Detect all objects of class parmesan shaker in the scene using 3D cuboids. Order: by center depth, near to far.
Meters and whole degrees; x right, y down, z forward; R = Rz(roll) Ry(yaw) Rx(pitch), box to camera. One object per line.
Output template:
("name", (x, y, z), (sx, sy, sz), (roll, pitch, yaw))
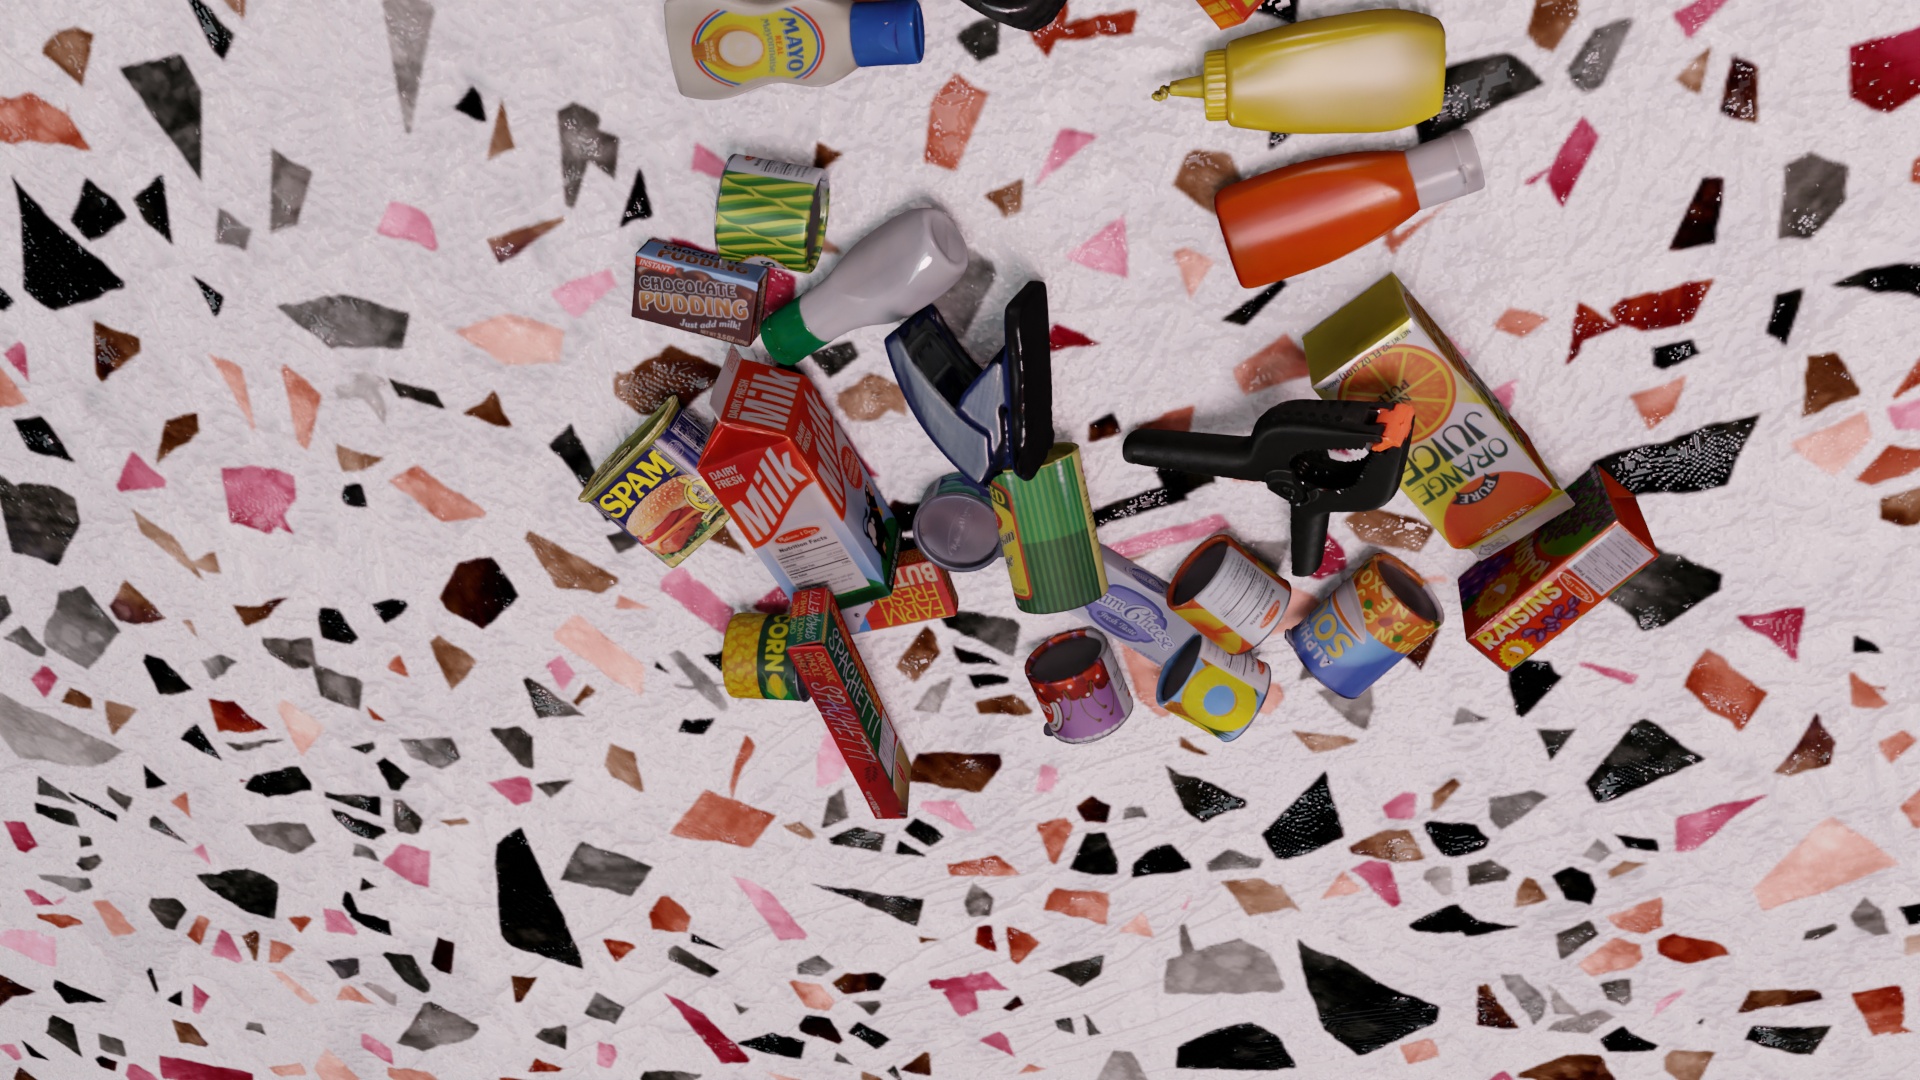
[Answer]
("parmesan shaker", (0.059, -0.008, 0.940), (0.071, 0.071, 0.102), (-10, 104, 15))

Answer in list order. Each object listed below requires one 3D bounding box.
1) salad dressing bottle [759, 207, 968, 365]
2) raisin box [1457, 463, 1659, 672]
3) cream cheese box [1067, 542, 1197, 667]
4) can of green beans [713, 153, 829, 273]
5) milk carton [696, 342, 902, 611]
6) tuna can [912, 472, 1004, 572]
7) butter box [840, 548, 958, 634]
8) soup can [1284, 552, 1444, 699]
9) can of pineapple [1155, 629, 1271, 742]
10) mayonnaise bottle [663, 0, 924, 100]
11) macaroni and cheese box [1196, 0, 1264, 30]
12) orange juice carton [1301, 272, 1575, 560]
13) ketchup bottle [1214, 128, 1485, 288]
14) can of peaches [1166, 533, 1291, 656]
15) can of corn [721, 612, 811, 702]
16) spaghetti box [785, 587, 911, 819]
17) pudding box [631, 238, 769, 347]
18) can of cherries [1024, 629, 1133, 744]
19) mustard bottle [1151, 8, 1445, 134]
("salad dressing bottle", (-0.065, -0.159, 0.891), (0.147, 0.064, 0.044), (-24, 146, 31))
("raisin box", (0.386, 0.019, 0.907), (0.040, 0.086, 0.123), (38, 120, -7))
("cream cheese box", (0.120, 0.045, 1.006), (0.104, 0.024, 0.053), (31, 121, -10))
("can of green beans", (-0.117, -0.203, 0.866), (0.058, 0.071, 0.071), (10, 123, 3))
("milk carton", (-0.115, -0.041, 0.947), (0.073, 0.073, 0.189), (-16, 128, 19))
("tuna can", (0.004, -0.012, 0.984), (0.071, 0.033, 0.070), (4, 122, 7))
("butter box", (-0.057, 0.038, 1.032), (0.103, 0.024, 0.053), (-12, 120, 17))
("soup can", (0.279, 0.058, 0.961), (0.071, 0.072, 0.083), (33, 121, -11))
("can of pineapple", (0.182, 0.106, 1.008), (0.058, 0.071, 0.070), (29, 122, -8))
("mayonnaise bottle", (-0.097, -0.296, 0.819), (0.148, 0.041, 0.064), (0, 120, 10))
("macaroni and cheese box", (0.128, -0.368, 0.707), (0.166, 0.040, 0.123), (43, 91, -17))
("orange juice carton", (0.304, -0.067, 0.875), (0.071, 0.073, 0.192), (-37, 110, 26))
("ketchup bottle", (0.230, -0.200, 0.822), (0.148, 0.044, 0.064), (-16, 119, 18))
("can of peaches", (0.185, 0.038, 0.967), (0.058, 0.071, 0.071), (37, 121, -13))
("can of corn", (-0.144, 0.087, 1.051), (0.058, 0.071, 0.070), (2, 122, 9))
("spaghetti box", (-0.078, 0.127, 1.029), (0.029, 0.050, 0.248), (-6, 140, 10))
("pudding box", (-0.172, -0.165, 0.921), (0.084, 0.030, 0.049), (15, 123, 0))
("can of cherries", (0.085, 0.108, 1.025), (0.071, 0.072, 0.058), (-15, 118, 18))
("mustard bottle", (0.189, -0.263, 0.787), (0.160, 0.049, 0.065), (-1, 121, 11))
